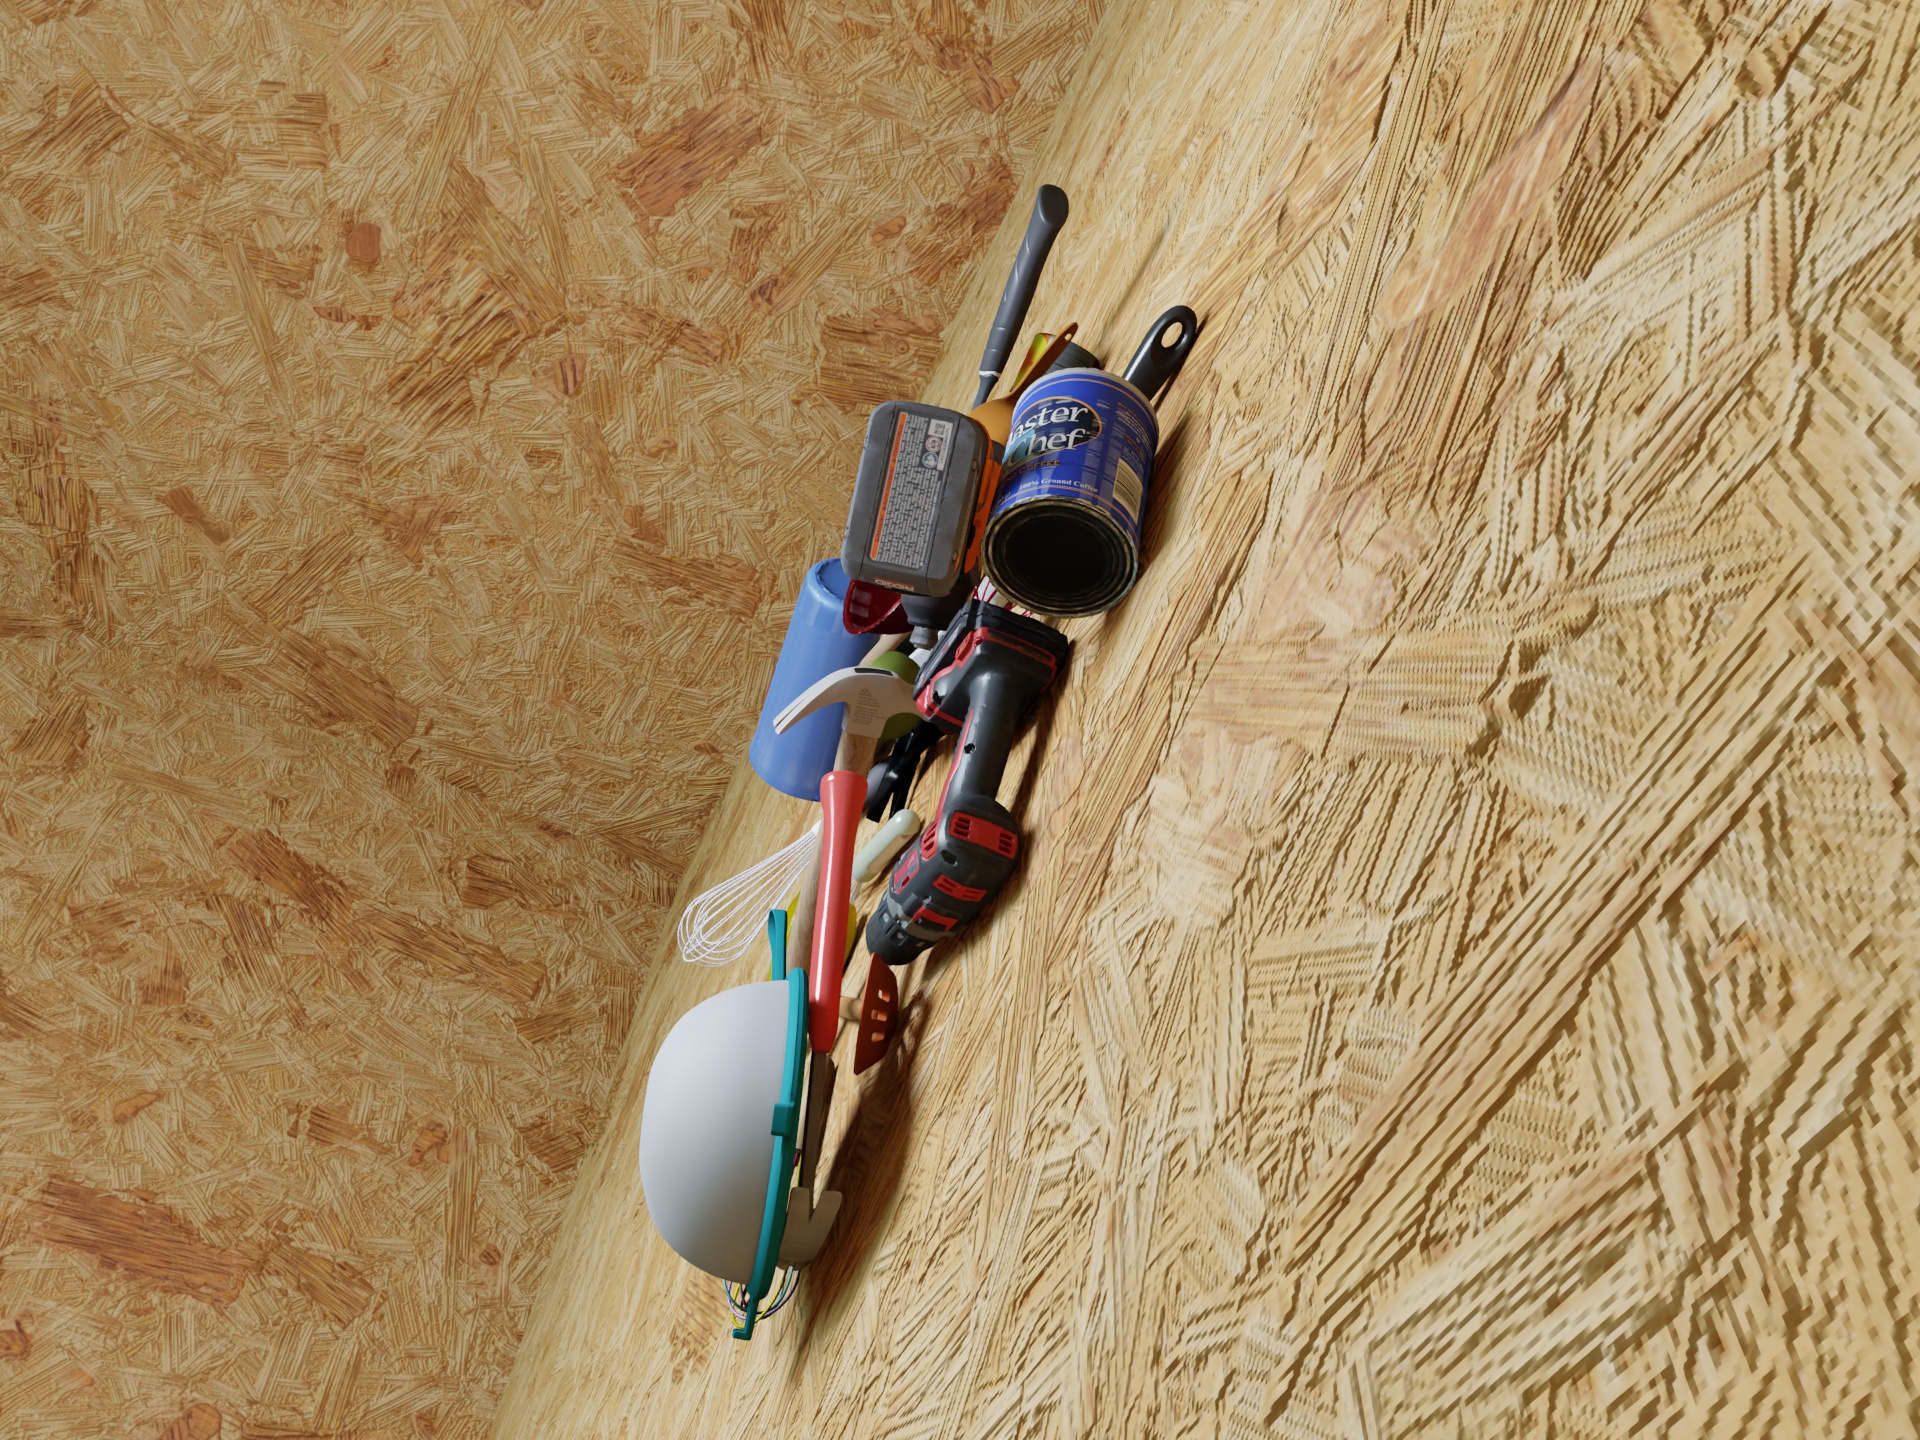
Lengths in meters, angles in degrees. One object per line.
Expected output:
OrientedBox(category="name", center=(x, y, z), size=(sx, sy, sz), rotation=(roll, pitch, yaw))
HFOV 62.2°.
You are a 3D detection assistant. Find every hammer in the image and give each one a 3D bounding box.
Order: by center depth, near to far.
OrientedBox(category="hammer", center=(-0.094, 0.187, 1.113), size=(0.149, 0.036, 0.359), rotation=(110, 166, -54))
OrientedBox(category="hammer", center=(-0.108, 0.116, 1.266), size=(0.031, 0.130, 0.331), rotation=(-126, 50, -69))
OrientedBox(category="hammer", center=(-0.002, -0.004, 1.302), size=(0.127, 0.034, 0.337), rotation=(-70, 11, -22))
OrientedBox(category="hammer", center=(0.023, -0.317, 1.514), size=(0.149, 0.036, 0.408), rotation=(-96, 22, -45))
OrientedBox(category="hammer", center=(-0.021, -0.088, 1.532), size=(0.128, 0.033, 0.331), rotation=(-47, 8, 1))

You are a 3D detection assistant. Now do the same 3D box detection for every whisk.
OrientedBox(category="whisk", center=(-0.129, 0.339, 1.167), size=(0.245, 0.051, 0.047), rotation=(-77, 9, -56))
OrientedBox(category="whisk", center=(0.087, -0.183, 1.192), size=(0.295, 0.073, 0.073), rotation=(-55, 14, 25))
OrientedBox(category="whisk", center=(-0.092, 0.139, 1.428), size=(0.246, 0.057, 0.059), rotation=(-48, 55, 52))
OrientedBox(category="whisk", center=(-0.150, 0.125, 1.480), size=(0.284, 0.070, 0.070), rotation=(-42, 9, -5))

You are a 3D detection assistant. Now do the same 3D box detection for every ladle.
OrientedBox(category="ladle", center=(-0.090, 0.015, 1.459), size=(0.078, 0.062, 0.320), rotation=(-56, 3, -22))

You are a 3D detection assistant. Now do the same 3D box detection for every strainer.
OrientedBox(category="strainer", center=(-0.164, 0.231, 1.089), size=(0.341, 0.095, 0.211), rotation=(-100, 20, -61))

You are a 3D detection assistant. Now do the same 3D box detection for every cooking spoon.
OrientedBox(category="cooking spoon", center=(0.000, -0.141, 1.471), size=(0.319, 0.017, 0.069), rotation=(-45, 19, 28))

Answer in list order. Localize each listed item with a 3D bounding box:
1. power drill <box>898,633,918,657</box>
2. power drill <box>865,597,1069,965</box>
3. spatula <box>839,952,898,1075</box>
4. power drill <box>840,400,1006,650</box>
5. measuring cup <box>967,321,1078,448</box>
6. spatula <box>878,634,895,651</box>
OrientedBox(category="power drill", center=(-0.085, -0.100, 1.817), size=(0.223, 0.080, 0.171), rotation=(-82, 19, -46))
OrientedBox(category="power drill", center=(-0.005, 0.051, 1.094), size=(0.187, 0.080, 0.227), rotation=(127, 160, -52))
OrientedBox(category="spatula", center=(-0.082, 0.217, 1.197), size=(0.322, 0.041, 0.081), rotation=(149, 131, -74))
OrientedBox(category="power drill", center=(-0.021, -0.131, 1.109), size=(0.226, 0.084, 0.164), rotation=(-15, -63, -83))
OrientedBox(category="measuring cup", center=(0.060, -0.260, 1.370), size=(0.173, 0.052, 0.095), rotation=(-51, -29, 15))
OrientedBox(category="spatula", center=(-0.056, -0.122, 1.547), size=(0.060, 0.018, 0.316), rotation=(-142, 68, -76))
